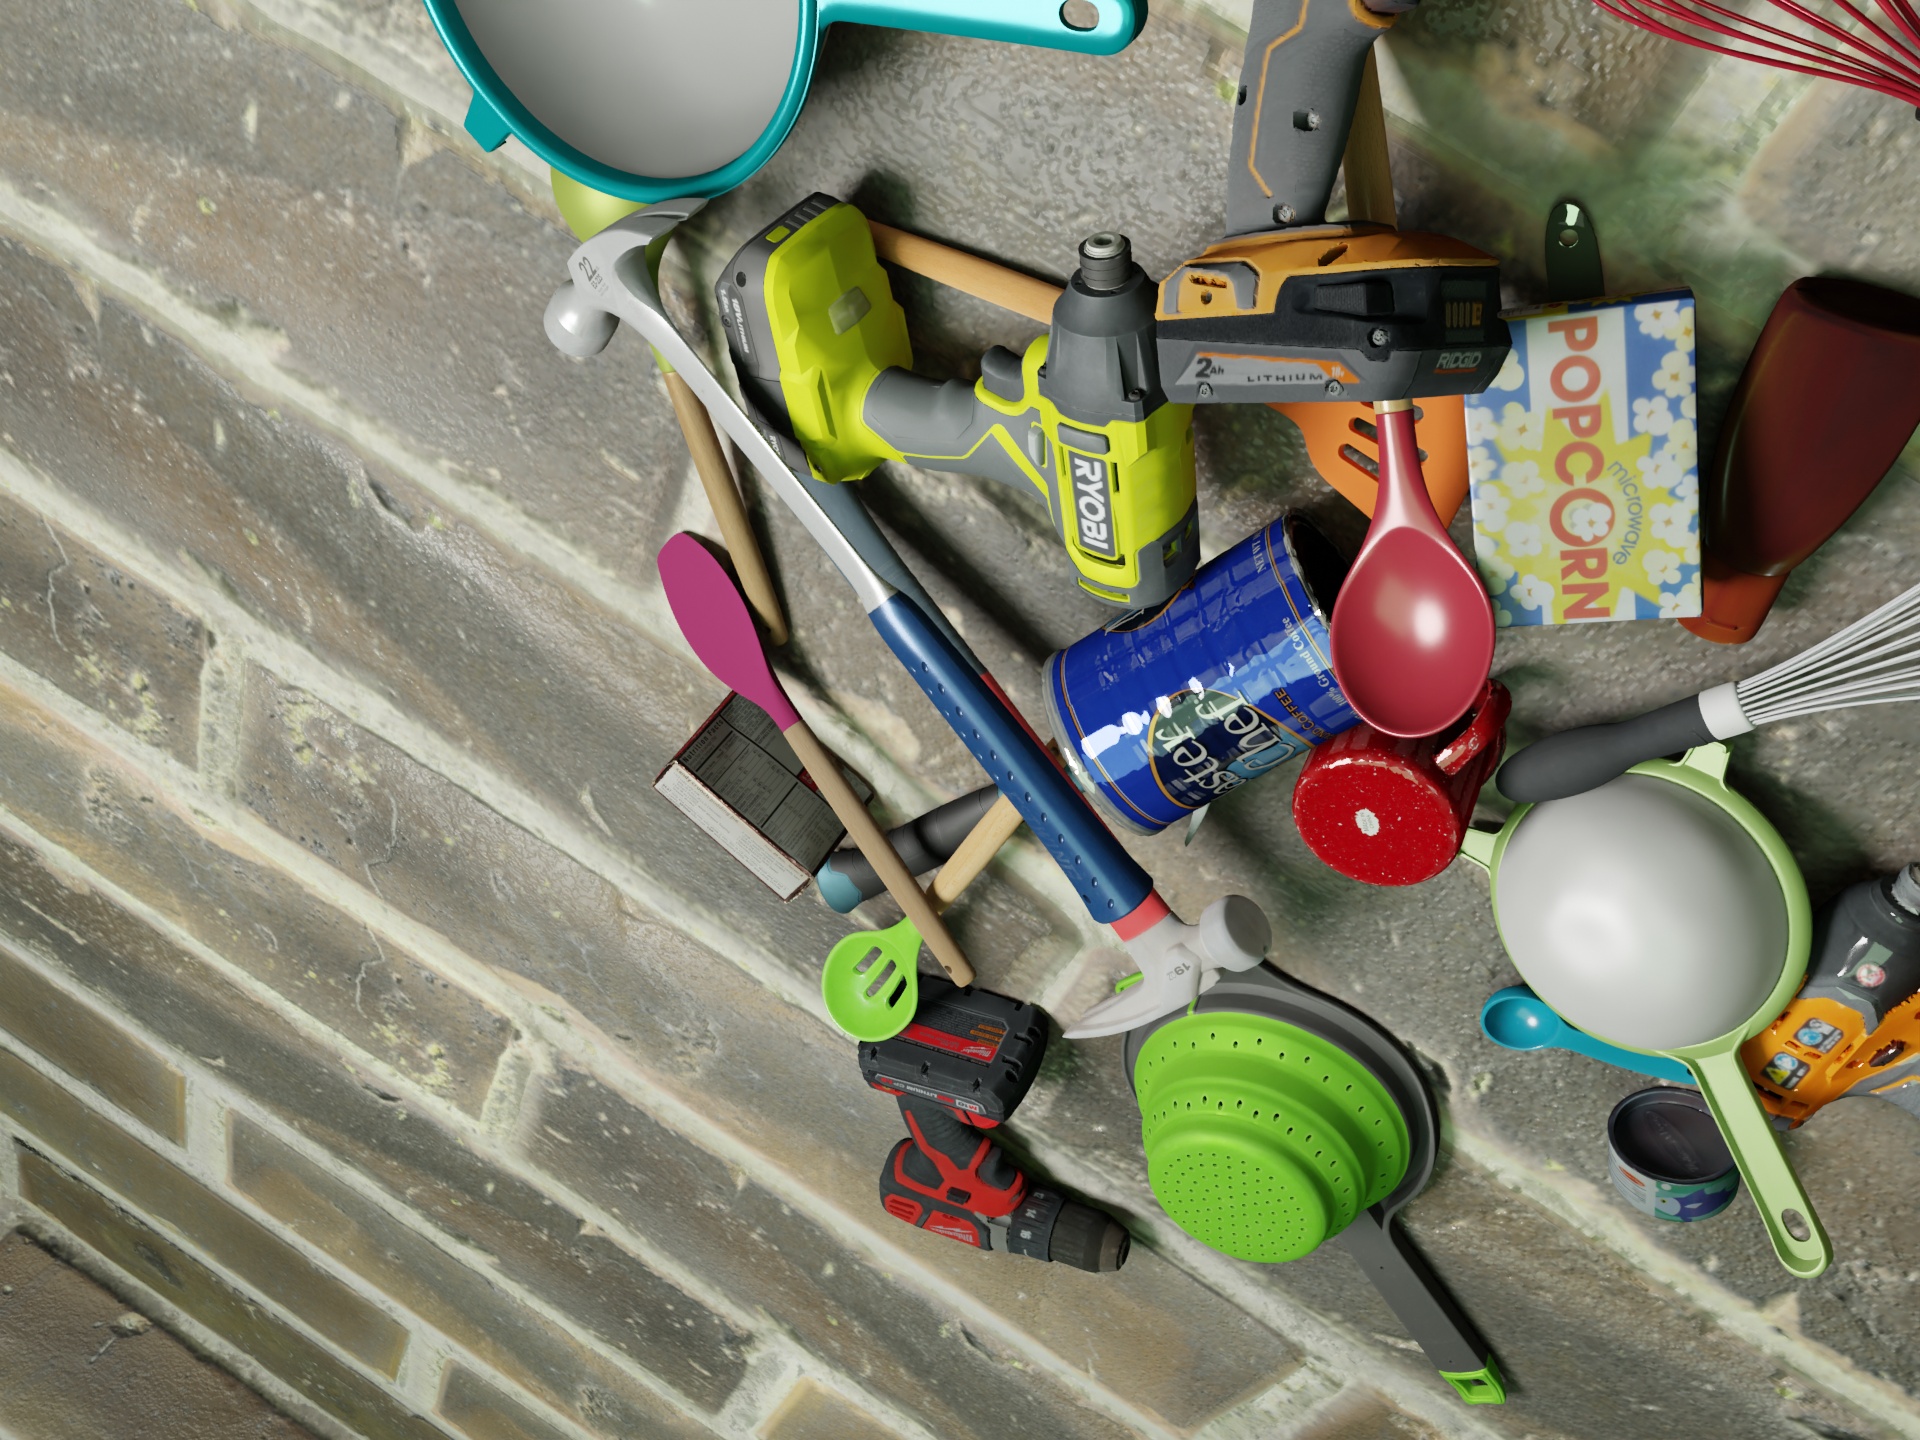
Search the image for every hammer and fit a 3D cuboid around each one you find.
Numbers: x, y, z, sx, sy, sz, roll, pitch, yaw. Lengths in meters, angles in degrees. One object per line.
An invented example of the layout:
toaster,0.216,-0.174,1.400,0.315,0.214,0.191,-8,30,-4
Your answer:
hammer,0.022,0.051,0.942,0.331,0.033,0.128,-29,106,42
hammer,-0.042,-0.066,0.753,0.405,0.035,0.144,51,152,-9
hammer,-0.001,-0.003,0.854,0.386,0.038,0.143,53,133,1

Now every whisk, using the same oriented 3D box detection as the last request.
whisk,0.353,-0.015,0.666,0.284,0.070,0.070,-25,109,40
whisk,0.316,-0.224,0.538,0.296,0.073,0.073,31,135,-4

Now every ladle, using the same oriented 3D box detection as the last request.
ladle,0.169,-0.149,0.635,0.069,0.031,0.315,-2,103,33
ladle,-0.140,-0.175,0.861,0.078,0.062,0.319,8,135,27

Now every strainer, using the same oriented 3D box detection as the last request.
strainer,0.328,0.143,0.737,0.151,0.069,0.256,-32,78,45
strainer,-0.072,-0.321,0.656,0.340,0.095,0.210,17,133,20

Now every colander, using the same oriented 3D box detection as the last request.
colander,0.227,0.323,0.992,0.204,0.094,0.397,-23,111,40

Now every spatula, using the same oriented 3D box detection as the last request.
spatula,0.081,-0.173,0.725,0.323,0.041,0.081,24,118,14

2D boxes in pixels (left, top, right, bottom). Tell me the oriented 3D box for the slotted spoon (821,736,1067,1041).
slotted spoon,-0.006,0.101,0.955,0.070,0.031,0.313,47,133,12

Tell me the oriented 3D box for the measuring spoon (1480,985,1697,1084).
measuring spoon,0.347,0.170,0.861,0.128,0.021,0.042,15,131,8

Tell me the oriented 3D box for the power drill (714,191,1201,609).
power drill,0.003,-0.155,0.715,0.223,0.080,0.171,23,145,30

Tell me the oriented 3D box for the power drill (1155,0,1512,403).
power drill,0.146,-0.226,0.550,0.185,0.084,0.226,12,109,49

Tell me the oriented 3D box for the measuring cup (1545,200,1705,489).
measuring cup,0.257,-0.128,0.656,0.083,0.038,0.167,-1,126,31

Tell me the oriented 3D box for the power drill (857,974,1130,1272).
power drill,0.024,0.294,1.105,0.188,0.080,0.226,12,133,22

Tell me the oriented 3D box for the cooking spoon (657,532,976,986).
cooking spoon,-0.085,0.024,0.949,0.319,0.017,0.068,56,137,2

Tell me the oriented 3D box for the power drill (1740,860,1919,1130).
power drill,0.481,0.161,0.728,0.226,0.084,0.164,27,134,15
